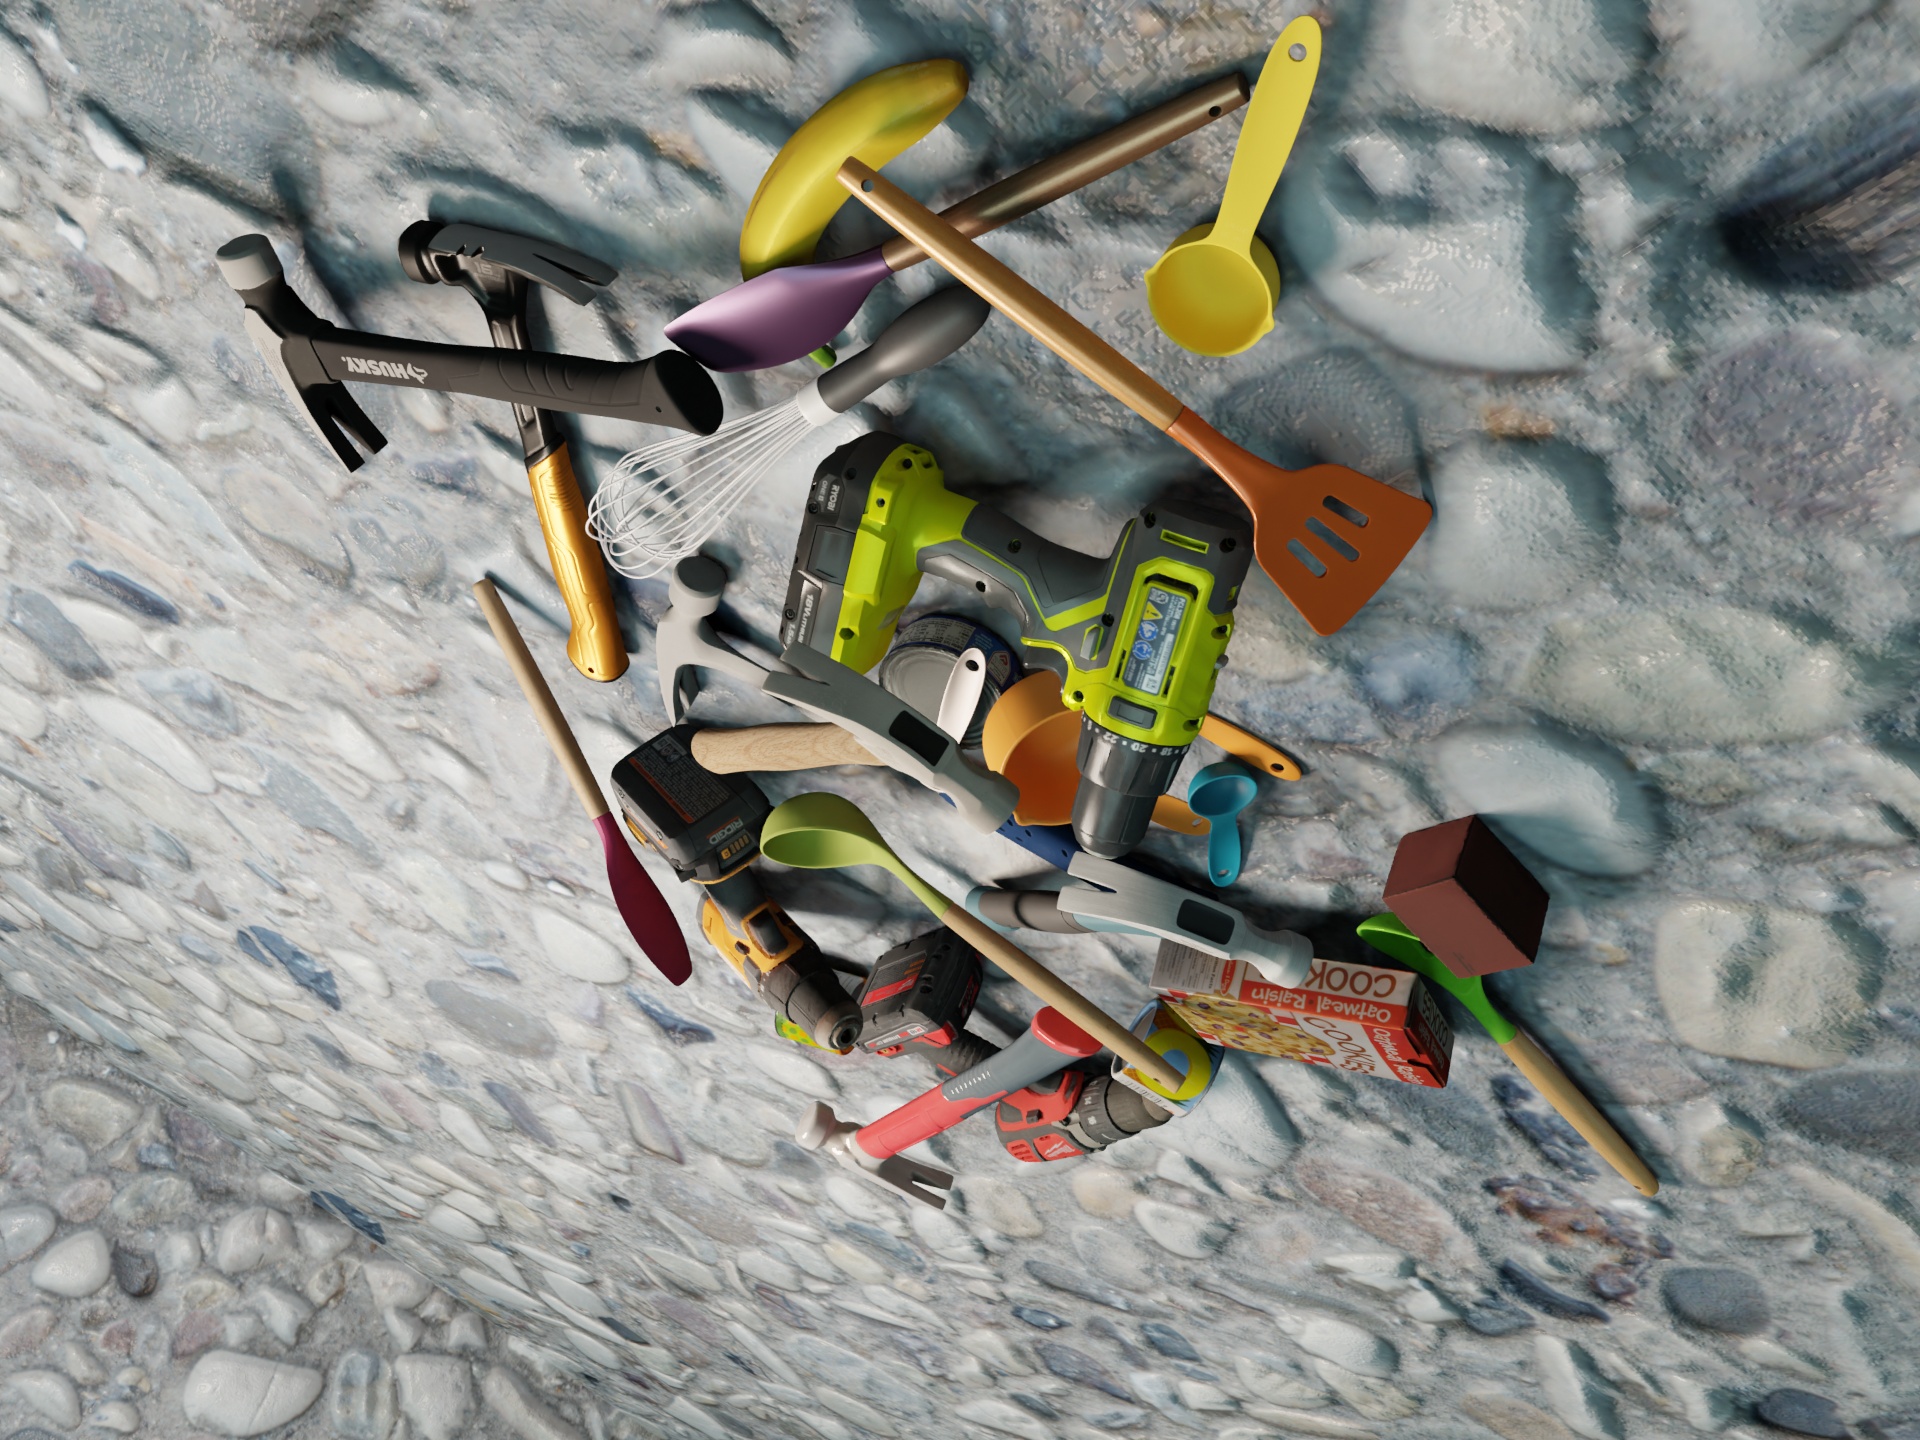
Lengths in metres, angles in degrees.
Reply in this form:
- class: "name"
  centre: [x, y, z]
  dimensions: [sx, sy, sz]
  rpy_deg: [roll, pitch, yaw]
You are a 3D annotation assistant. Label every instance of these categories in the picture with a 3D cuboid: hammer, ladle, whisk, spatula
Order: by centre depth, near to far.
- class: "spatula"
  centre: [0.078, -0.155, 0.733]
  dimensions: [0.322, 0.041, 0.081]
  rpy_deg: [35, 105, -9]
- class: "spatula"
  centre: [-0.010, -0.223, 0.736]
  dimensions: [0.316, 0.018, 0.059]
  rpy_deg: [-16, 149, 33]
- class: "whisk"
  centre: [-0.098, -0.155, 0.843]
  dimensions: [0.284, 0.070, 0.070]
  rpy_deg: [-26, 118, 31]
- class: "hammer"
  centre: [-0.272, -0.191, 0.893]
  dimensions: [0.335, 0.035, 0.146]
  rpy_deg: [13, 138, 28]
- class: "hammer"
  centre: [-0.094, 0.013, 0.921]
  dimensions: [0.130, 0.031, 0.331]
  rpy_deg: [39, 162, -20]
- class: "hammer"
  centre: [0.077, 0.120, 0.983]
  dimensions: [0.128, 0.033, 0.331]
  rpy_deg: [24, 168, -16]
- class: "hammer"
  centre: [-0.246, -0.146, 0.987]
  dimensions: [0.127, 0.034, 0.336]
  rpy_deg: [17, 141, 17]
- class: "ladle"
  centre: [0.005, 0.149, 1.036]
  dimensions: [0.320, 0.062, 0.078]
  rpy_deg: [36, 158, 12]
- class: "hammer"
  centre: [-0.020, 0.037, 1.047]
  dimensions: [0.405, 0.035, 0.144]
  rpy_deg: [29, 142, 1]
- class: "hammer"
  centre: [0.010, 0.291, 1.192]
  dimensions: [0.143, 0.038, 0.386]
  rpy_deg: [30, 143, -13]

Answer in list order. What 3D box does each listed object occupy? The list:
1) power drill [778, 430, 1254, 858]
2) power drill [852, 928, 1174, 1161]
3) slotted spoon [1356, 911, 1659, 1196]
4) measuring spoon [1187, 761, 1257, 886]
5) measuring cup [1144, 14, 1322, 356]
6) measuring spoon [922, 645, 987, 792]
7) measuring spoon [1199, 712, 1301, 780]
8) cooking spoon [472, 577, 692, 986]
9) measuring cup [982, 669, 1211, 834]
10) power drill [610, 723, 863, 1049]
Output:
- class: "power drill"
  centre: [0.025, -0.044, 0.846]
  dimensions: [0.228, 0.080, 0.190]
  rpy_deg: [21, 111, 14]
- class: "power drill"
  centre: [0.044, 0.259, 1.226]
  dimensions: [0.226, 0.080, 0.188]
  rpy_deg: [40, 141, -18]
- class: "slotted spoon"
  centre: [0.359, 0.214, 1.013]
  dimensions: [0.313, 0.031, 0.070]
  rpy_deg: [44, 157, -21]
- class: "measuring spoon"
  centre: [0.160, 0.063, 0.980]
  dimensions: [0.042, 0.021, 0.128]
  rpy_deg: [-12, 143, 1]
- class: "measuring cup"
  centre: [0.124, -0.226, 0.673]
  dimensions: [0.062, 0.029, 0.156]
  rpy_deg: [24, 138, 7]
- class: "measuring spoon"
  centre: [-0.002, -0.003, 0.955]
  dimensions: [0.034, 0.018, 0.124]
  rpy_deg: [26, 135, 7]
- class: "measuring spoon"
  centre: [0.146, 0.008, 0.928]
  dimensions: [0.117, 0.011, 0.021]
  rpy_deg: [28, 142, 1]
- class: "cooking spoon"
  centre: [-0.266, 0.044, 1.128]
  dimensions: [0.017, 0.069, 0.319]
  rpy_deg: [-26, 94, 14]
- class: "measuring cup"
  centre: [0.087, 0.026, 0.958]
  dimensions: [0.173, 0.052, 0.095]
  rpy_deg: [24, 115, -37]
- class: "power drill"
  centre: [-0.154, 0.131, 1.155]
  dimensions: [0.186, 0.084, 0.226]
  rpy_deg: [37, 155, 43]
